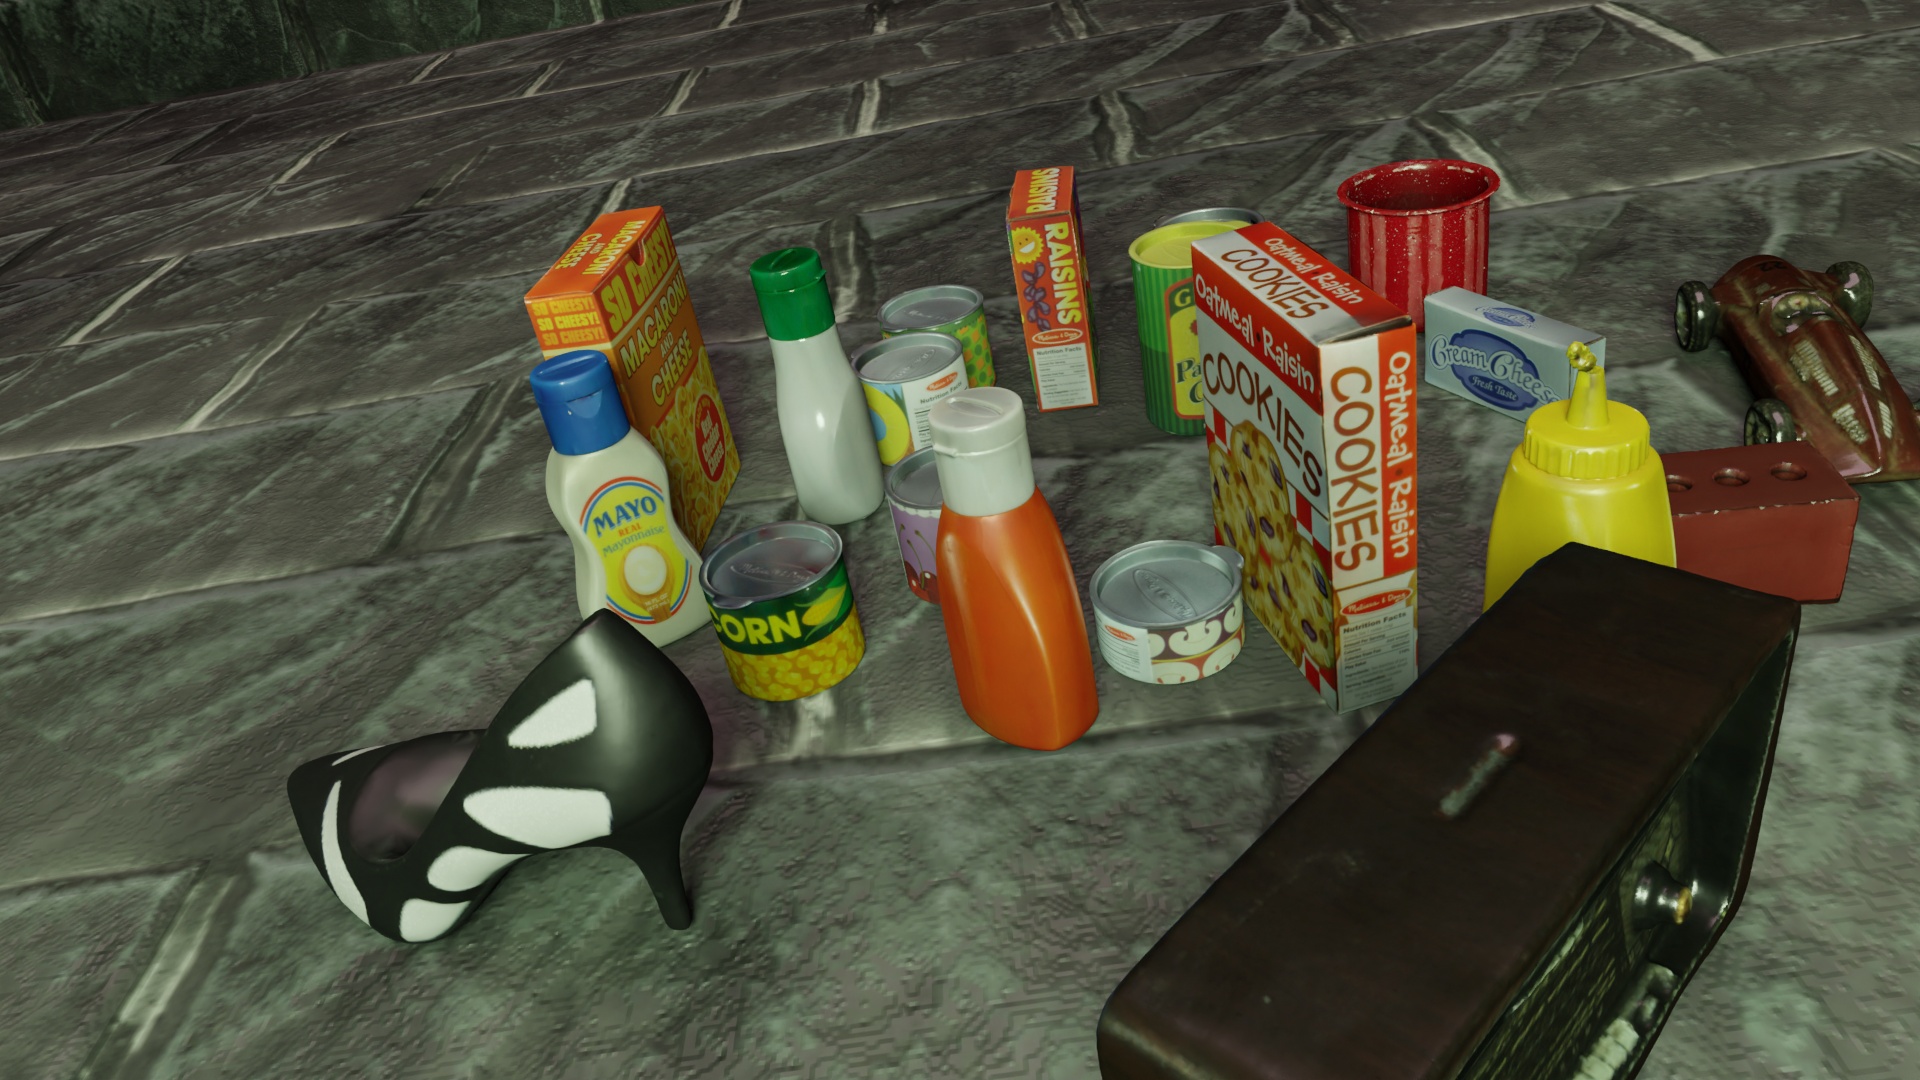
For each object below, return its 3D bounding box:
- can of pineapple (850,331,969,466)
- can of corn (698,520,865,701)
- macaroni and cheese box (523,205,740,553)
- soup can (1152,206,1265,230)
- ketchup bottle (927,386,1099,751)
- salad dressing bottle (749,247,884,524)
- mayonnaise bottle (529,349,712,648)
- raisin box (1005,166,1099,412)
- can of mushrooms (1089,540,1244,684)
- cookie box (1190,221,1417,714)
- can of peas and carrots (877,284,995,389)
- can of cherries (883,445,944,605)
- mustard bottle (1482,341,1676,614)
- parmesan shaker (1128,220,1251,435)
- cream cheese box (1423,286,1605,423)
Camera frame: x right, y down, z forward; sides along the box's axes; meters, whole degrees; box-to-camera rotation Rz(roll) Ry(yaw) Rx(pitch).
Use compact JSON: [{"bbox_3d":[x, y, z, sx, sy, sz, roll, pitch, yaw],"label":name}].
[{"bbox_3d":[-0.027,-0.083,0.814,0.071,0.057,0.071,-8,31,5],"label":"can of pineapple"},{"bbox_3d":[-0.082,0.034,0.641,0.071,0.058,0.071,-8,31,5],"label":"can of corn"},{"bbox_3d":[-0.169,-0.080,0.749,0.040,0.165,0.124,-6,31,10],"label":"macaroni and cheese box"},{"bbox_3d":[0.152,-0.152,0.844,0.071,0.083,0.072,-8,31,5],"label":"soup can"},{"bbox_3d":[0.017,0.013,0.556,0.065,0.148,0.044,20,43,41],"label":"ketchup bottle"},{"bbox_3d":[-0.076,-0.081,0.739,0.044,0.147,0.064,0,33,19],"label":"salad dressing bottle"},{"bbox_3d":[-0.165,-0.017,0.663,0.065,0.147,0.041,-24,33,-20],"label":"mayonnaise bottle"},{"bbox_3d":[0.057,-0.152,0.835,0.040,0.122,0.086,-5,31,10],"label":"raisin box"},{"bbox_3d":[0.094,0.030,0.613,0.071,0.033,0.071,-8,31,5],"label":"can of mushrooms"},{"bbox_3d":[0.141,-0.033,0.572,0.040,0.166,0.123,-15,31,-7],"label":"cookie box"},{"bbox_3d":[-0.016,-0.120,0.868,0.071,0.058,0.071,-8,31,5],"label":"can of peas and carrots"},{"bbox_3d":[0.002,-0.009,0.682,0.071,0.058,0.072,-8,31,5],"label":"can of cherries"},{"bbox_3d":[0.223,0.001,0.497,0.049,0.159,0.065,-24,33,-20],"label":"mustard bottle"},{"bbox_3d":[0.135,-0.119,0.776,0.071,0.102,0.071,-8,31,5],"label":"parmesan shaker"},{"bbox_3d":[0.290,-0.095,0.736,0.024,0.053,0.104,-23,33,-19],"label":"cream cheese box"}]
